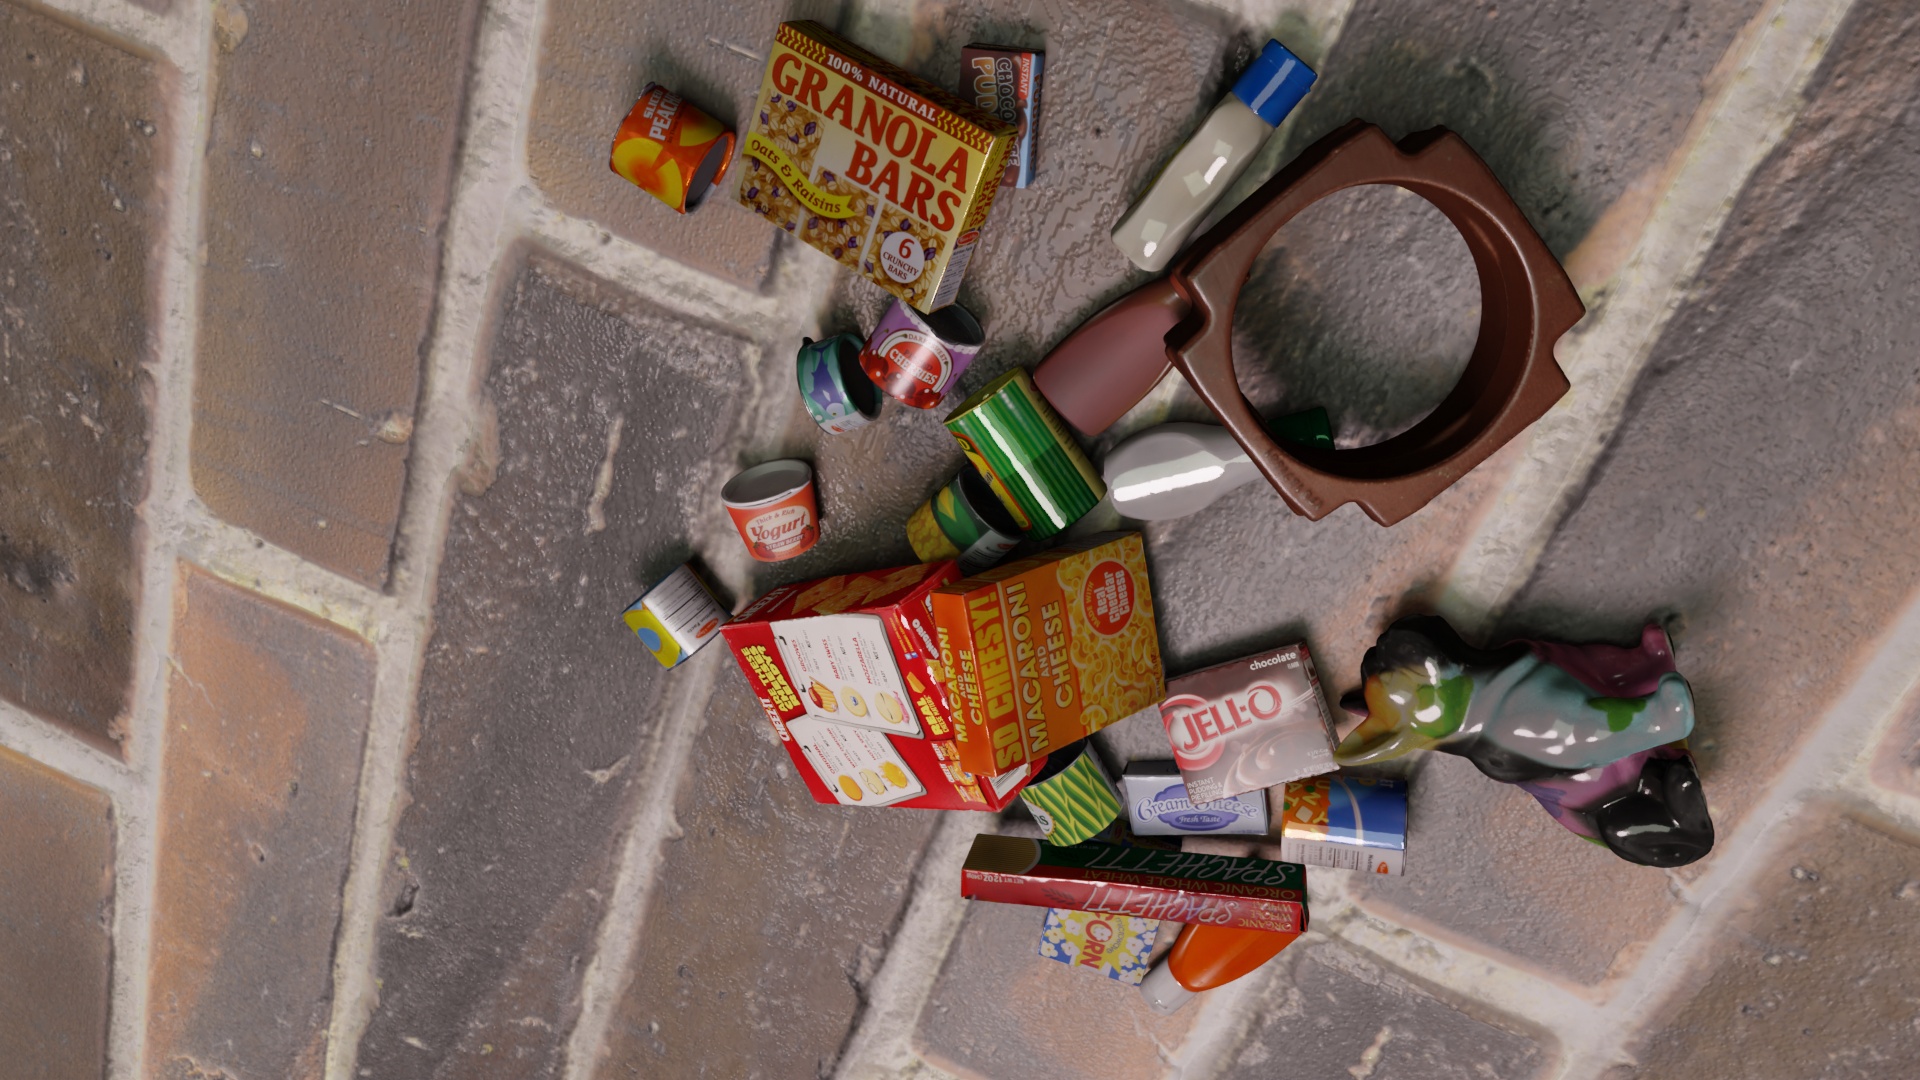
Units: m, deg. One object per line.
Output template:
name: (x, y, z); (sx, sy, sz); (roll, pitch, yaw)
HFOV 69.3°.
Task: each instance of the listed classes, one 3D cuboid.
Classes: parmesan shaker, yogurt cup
parmesan shaker: (0.044, -0.057, 0.938); (0.071, 0.071, 0.103); (-31, 101, 26)
yogurt cup: (-0.135, -0.021, 1.012); (0.072, 0.073, 0.053); (-5, 119, 18)

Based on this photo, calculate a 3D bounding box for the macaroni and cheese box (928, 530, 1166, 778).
macaroni and cheese box: (0.061, 0.072, 0.928); (0.040, 0.167, 0.123); (0, 103, 50)

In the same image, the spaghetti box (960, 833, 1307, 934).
spaghetti box: (0.126, 0.249, 1.015); (0.250, 0.050, 0.028); (2, 112, 15)

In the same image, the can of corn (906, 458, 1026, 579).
can of corn: (0.003, -0.012, 0.975); (0.071, 0.071, 0.058); (45, 118, -6)

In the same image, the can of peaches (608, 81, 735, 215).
can of peaches: (-0.190, -0.260, 0.921); (0.058, 0.071, 0.071); (32, 118, 0)

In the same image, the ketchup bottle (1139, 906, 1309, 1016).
ketchup bottle: (0.197, 0.313, 1.069); (0.065, 0.044, 0.148); (39, 118, -2)

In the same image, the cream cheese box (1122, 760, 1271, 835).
cream cheese box: (0.176, 0.191, 1.034); (0.104, 0.024, 0.053); (-4, 110, 18)

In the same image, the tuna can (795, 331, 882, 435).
tuna can: (-0.083, -0.111, 0.956); (0.033, 0.071, 0.071); (-16, 108, 21)

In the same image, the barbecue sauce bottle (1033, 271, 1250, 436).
barbecue sauce bottle: (0.119, -0.134, 0.899); (0.065, 0.044, 0.148); (45, 117, -9)

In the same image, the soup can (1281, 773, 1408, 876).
soup can: (0.273, 0.197, 0.987); (0.084, 0.072, 0.071); (3, 114, 16)

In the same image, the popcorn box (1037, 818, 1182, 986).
popcorn box: (0.116, 0.278, 1.082); (0.085, 0.038, 0.126); (16, 116, 10)

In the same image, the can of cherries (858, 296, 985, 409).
can of cherries: (-0.027, -0.129, 0.928); (0.071, 0.072, 0.058); (37, 118, -2)

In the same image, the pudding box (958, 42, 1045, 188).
pudding box: (0.024, -0.267, 0.876); (0.050, 0.030, 0.083); (10, 115, 12)

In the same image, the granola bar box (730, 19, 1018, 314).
granola bar box: (-0.058, -0.239, 0.887); (0.166, 0.039, 0.123); (33, 122, 16)

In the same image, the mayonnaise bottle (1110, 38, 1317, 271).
mayonnaise bottle: (0.152, -0.231, 0.839); (0.041, 0.065, 0.147); (40, 113, 1)

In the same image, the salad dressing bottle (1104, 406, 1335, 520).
salad dressing bottle: (0.171, -0.054, 0.919); (0.147, 0.044, 0.064); (-13, 107, 19)

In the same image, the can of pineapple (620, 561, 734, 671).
can of pineapple: (-0.219, 0.058, 1.069); (0.071, 0.071, 0.058); (-35, 99, 26)

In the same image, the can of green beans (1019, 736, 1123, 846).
can of green beans: (0.080, 0.185, 1.036); (0.071, 0.071, 0.057); (-25, 104, 24)
